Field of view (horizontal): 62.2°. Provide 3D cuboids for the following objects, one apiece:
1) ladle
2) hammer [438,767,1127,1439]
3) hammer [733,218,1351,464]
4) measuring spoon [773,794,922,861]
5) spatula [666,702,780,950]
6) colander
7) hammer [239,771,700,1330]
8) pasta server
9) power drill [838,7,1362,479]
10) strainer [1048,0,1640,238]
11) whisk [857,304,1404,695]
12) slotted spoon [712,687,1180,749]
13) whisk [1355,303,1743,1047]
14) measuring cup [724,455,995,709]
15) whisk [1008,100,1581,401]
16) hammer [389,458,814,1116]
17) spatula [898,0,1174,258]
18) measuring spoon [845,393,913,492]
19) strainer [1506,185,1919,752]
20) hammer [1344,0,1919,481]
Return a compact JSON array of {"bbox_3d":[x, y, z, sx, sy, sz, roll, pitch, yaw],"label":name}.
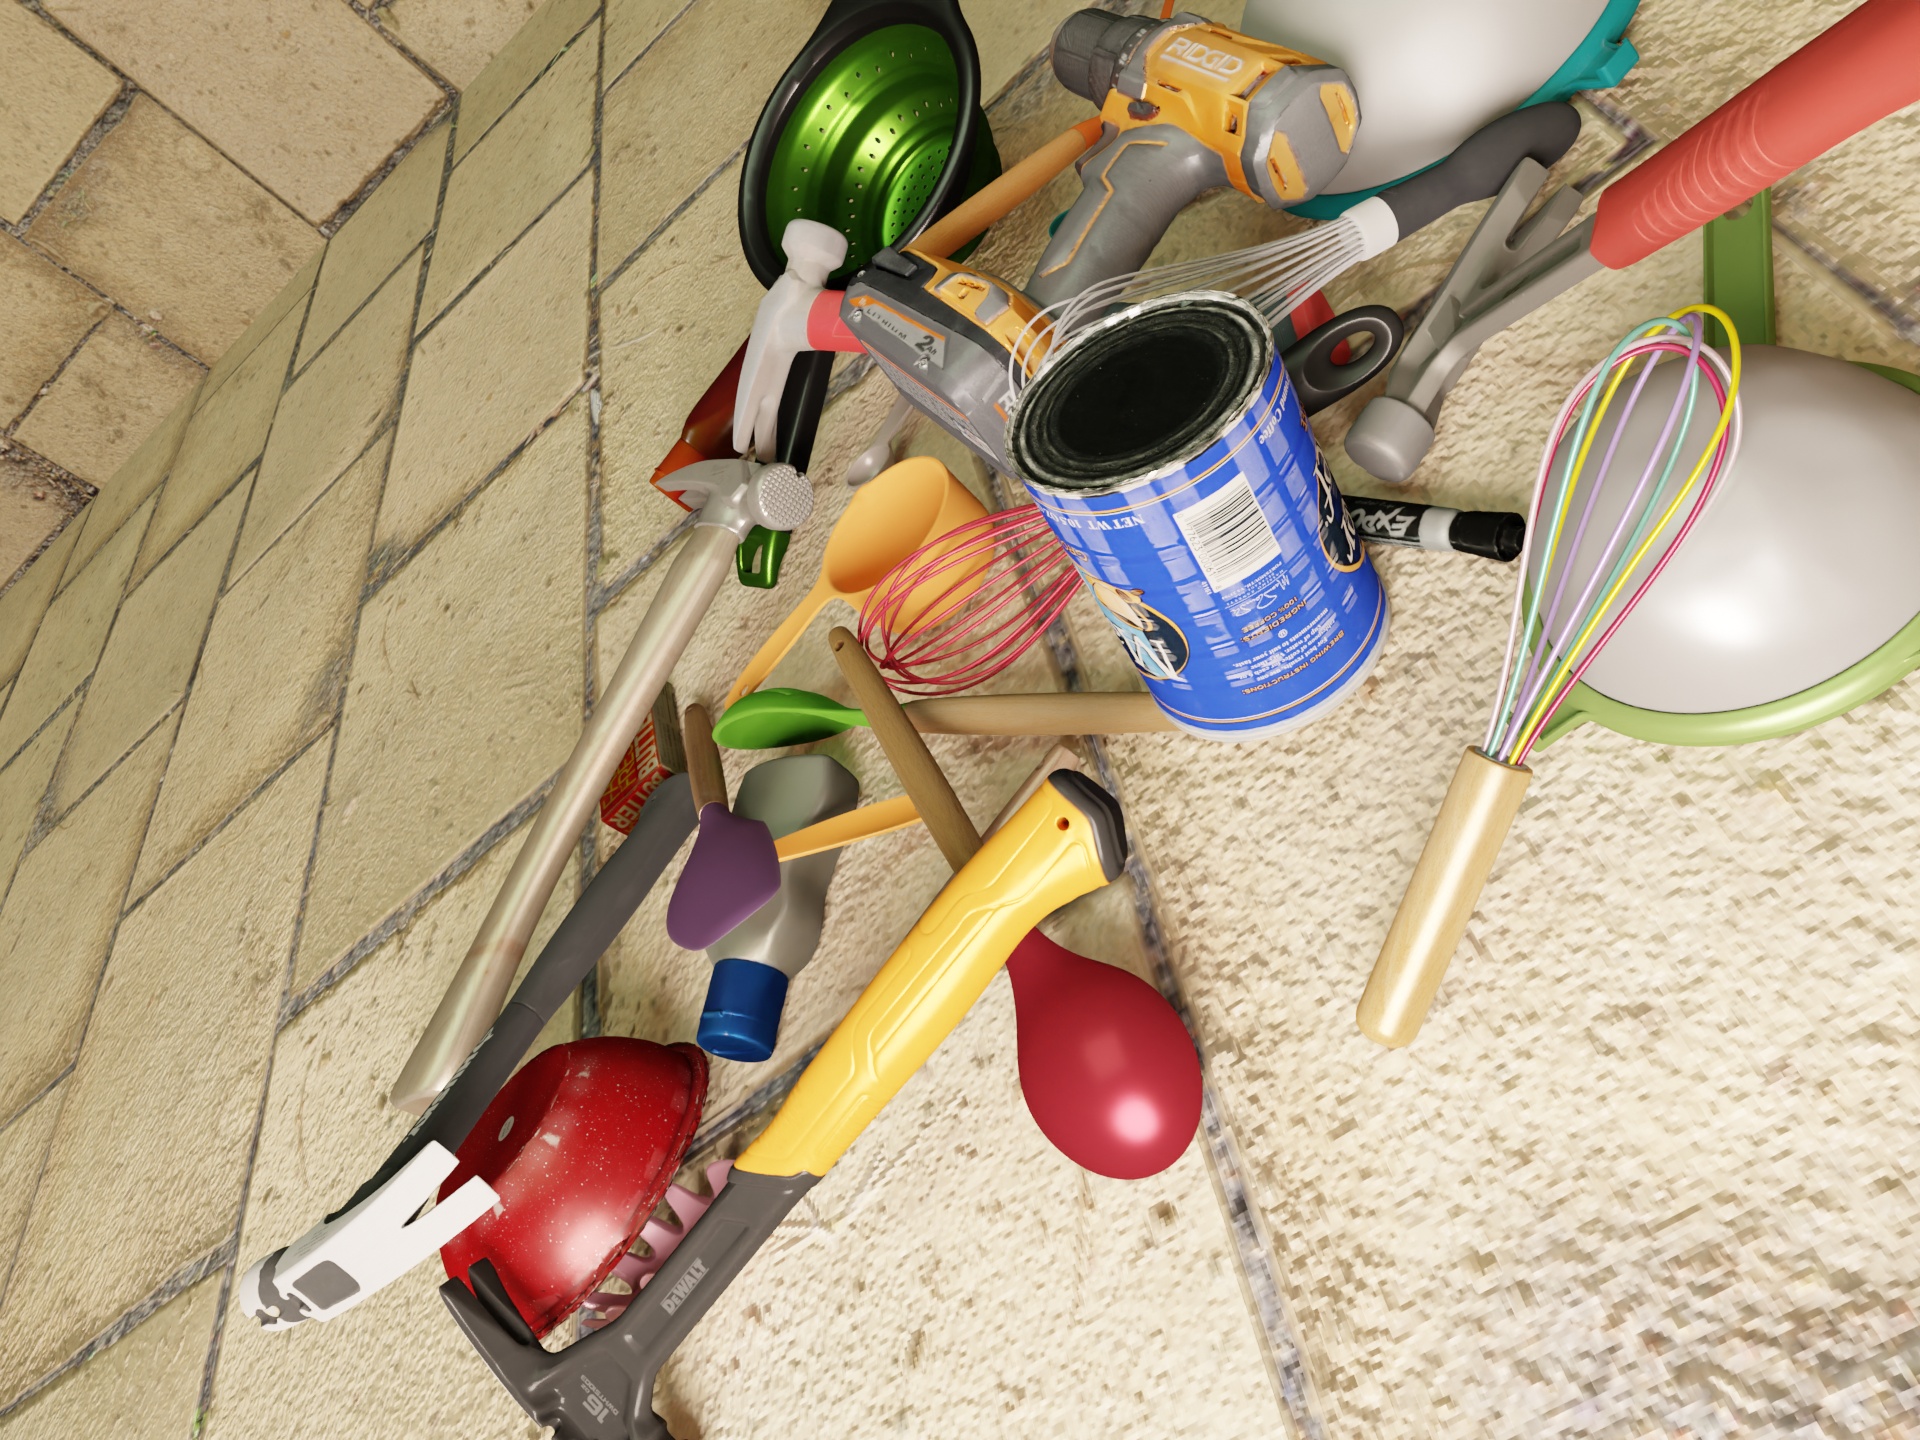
[{"bbox_3d":[0.004,0.054,0.656,0.069,0.031,0.316,-46,45,13],"label":"ladle"},{"bbox_3d":[-0.061,0.147,0.601,0.127,0.034,0.337,42,102,12],"label":"hammer"},{"bbox_3d":[0.022,-0.189,0.834,0.387,0.038,0.143,16,90,42],"label":"hammer"},{"bbox_3d":[-0.058,0.056,0.746,0.117,0.011,0.021,-18,38,-3],"label":"measuring spoon"},{"bbox_3d":[-0.126,0.041,0.794,0.060,0.018,0.316,-37,20,1],"label":"spatula"},{"bbox_3d":[-0.060,-0.268,1.014,0.205,0.094,0.397,10,86,41],"label":"colander"},{"bbox_3d":[-0.197,0.130,0.753,0.146,0.035,0.335,-33,17,35],"label":"hammer"},{"bbox_3d":[-0.052,0.135,0.686,0.316,0.040,0.060,-53,19,-3],"label":"pasta server"},{"bbox_3d":[0.049,-0.242,0.752,0.226,0.084,0.186,-45,49,0],"label":"power drill"},{"bbox_3d":[0.163,-0.339,0.807,0.340,0.095,0.211,-17,49,38],"label":"strainer"},{"bbox_3d":[0.070,-0.097,0.727,0.296,0.073,0.073,-32,40,24],"label":"whisk"},{"bbox_3d":[-0.001,-0.002,0.741,0.314,0.070,0.031,-1,82,41],"label":"slotted spoon"},{"bbox_3d":[0.174,-0.007,0.484,0.047,0.051,0.245,32,110,40],"label":"whisk"},{"bbox_3d":[-0.052,-0.058,0.842,0.173,0.052,0.095,-47,36,10],"label":"measuring cup"},{"bbox_3d":[0.146,-0.193,0.672,0.284,0.070,0.070,-30,35,-7],"label":"whisk"},{"bbox_3d":[-0.219,0.031,0.918,0.146,0.038,0.411,10,71,53],"label":"hammer"},{"bbox_3d":[0.042,-0.310,0.868,0.323,0.041,0.081,-45,-15,-32],"label":"spatula"},{"bbox_3d":[-0.032,-0.182,0.961,0.034,0.018,0.124,-3,51,47],"label":"measuring spoon"},{"bbox_3d":[0.253,-0.117,0.536,0.151,0.069,0.257,-13,52,41],"label":"strainer"},{"bbox_3d":[0.225,-0.171,0.492,0.149,0.036,0.359,-57,4,-5],"label":"hammer"}]
